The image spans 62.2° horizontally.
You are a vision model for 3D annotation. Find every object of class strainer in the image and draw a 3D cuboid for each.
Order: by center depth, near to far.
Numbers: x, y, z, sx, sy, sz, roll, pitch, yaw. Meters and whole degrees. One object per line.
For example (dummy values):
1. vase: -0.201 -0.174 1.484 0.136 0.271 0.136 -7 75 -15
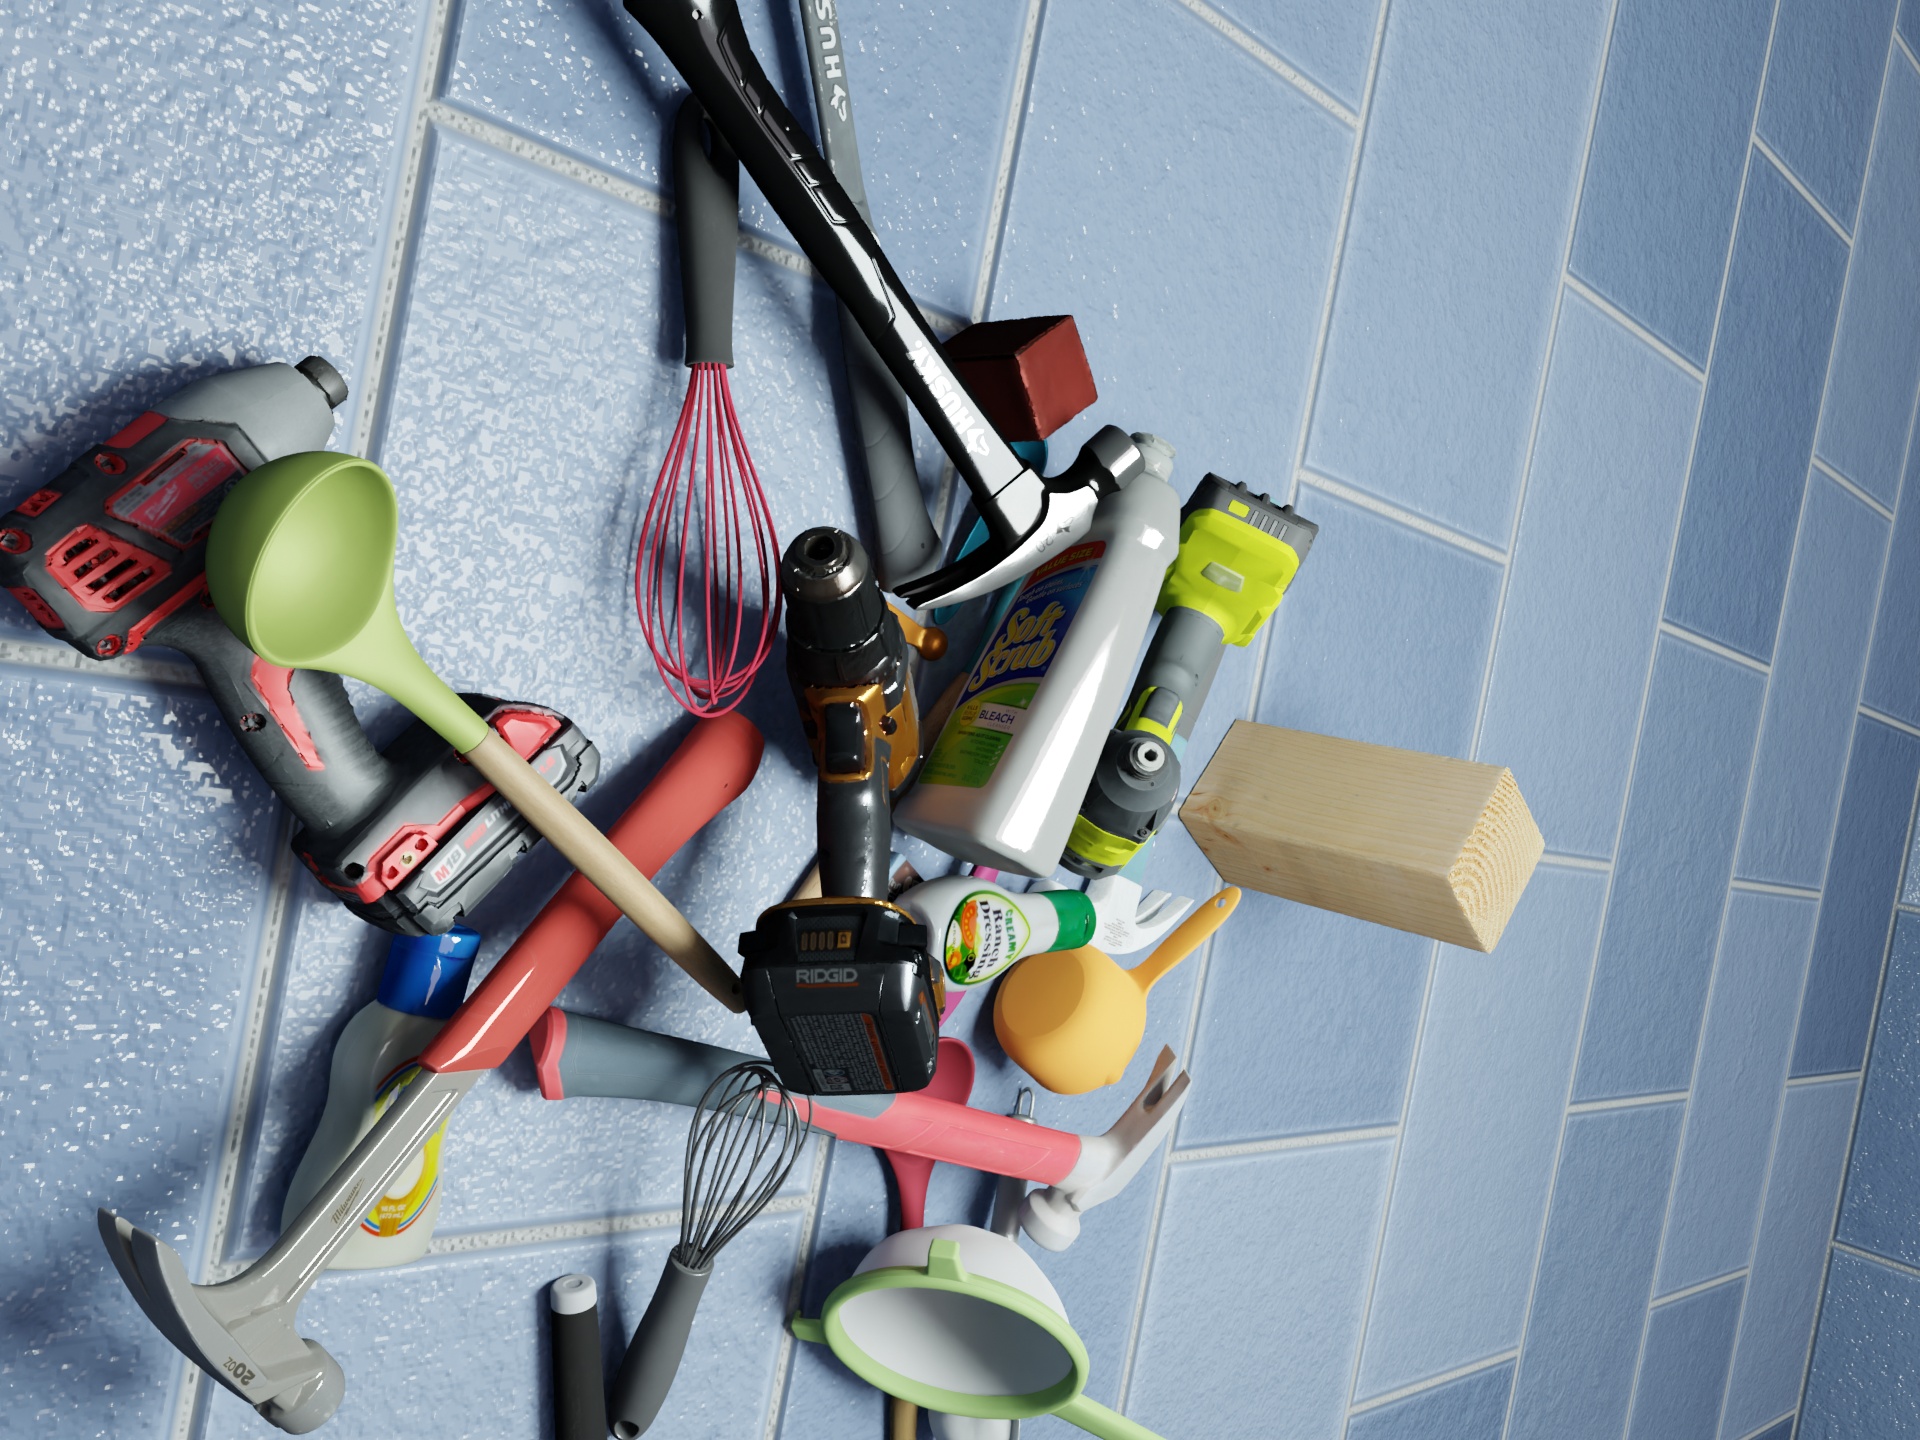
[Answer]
1. strainer: 0.043 0.355 0.912 0.256 0.151 0.069 34 41 -18
2. strainer: 0.018 0.357 0.984 0.050 0.087 0.258 18 74 -26

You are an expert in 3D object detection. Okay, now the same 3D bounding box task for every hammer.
1. hammer: -0.195 0.113 0.682 0.359 0.037 0.149 -55 150 -38
2. hammer: -0.046 -0.200 0.760 0.146 0.035 0.334 -41 121 -4
3. hammer: -0.058 -0.261 0.795 0.149 0.036 0.408 -33 122 -47
4. hammer: -0.045 0.198 0.847 0.386 0.038 0.143 23 110 -35
5. hammer: 0.143 -0.003 1.052 0.128 0.033 0.331 30 77 -42

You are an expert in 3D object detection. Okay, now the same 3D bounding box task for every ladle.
1. ladle: -0.168 0.025 0.629 0.319 0.062 0.078 54 53 -35
2. ladle: -0.029 0.335 0.954 0.069 0.031 0.315 -4 103 -35

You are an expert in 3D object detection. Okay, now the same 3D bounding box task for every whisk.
1. whisk: -0.119 -0.149 0.755 0.073 0.073 0.296 -2 93 -44
2. whisk: -0.130 0.268 0.789 0.055 0.055 0.239 3 117 -45

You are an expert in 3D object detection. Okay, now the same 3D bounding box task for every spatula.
1. spatula: -0.001 -0.003 0.904 0.317 0.044 0.082 -54 134 -21

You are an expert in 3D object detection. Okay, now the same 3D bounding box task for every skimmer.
1. skimmer: -0.182 0.462 0.784 0.127 0.090 0.363 -2 99 -12

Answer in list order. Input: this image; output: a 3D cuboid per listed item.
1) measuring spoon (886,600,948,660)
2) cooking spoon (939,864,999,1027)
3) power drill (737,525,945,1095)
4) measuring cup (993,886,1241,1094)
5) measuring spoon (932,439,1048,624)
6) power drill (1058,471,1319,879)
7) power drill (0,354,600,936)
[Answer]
1. measuring spoon: -0.045 -0.059 0.872 0.116 0.011 0.021 28 78 -44
2. cooking spoon: 0.032 0.054 0.938 0.068 0.017 0.319 32 85 -52
3. power drill: -0.054 0.039 0.740 0.185 0.084 0.226 82 6 -57
4. measuring cup: 0.094 0.149 0.966 0.173 0.095 0.052 -43 128 6
5. measuring spoon: 0.010 -0.115 0.917 0.042 0.021 0.128 29 87 -44
6. power drill: 0.125 -0.025 0.932 0.080 0.171 0.223 26 71 2
7. power drill: -0.252 -0.030 0.635 0.143 0.079 0.219 -50 125 -26
